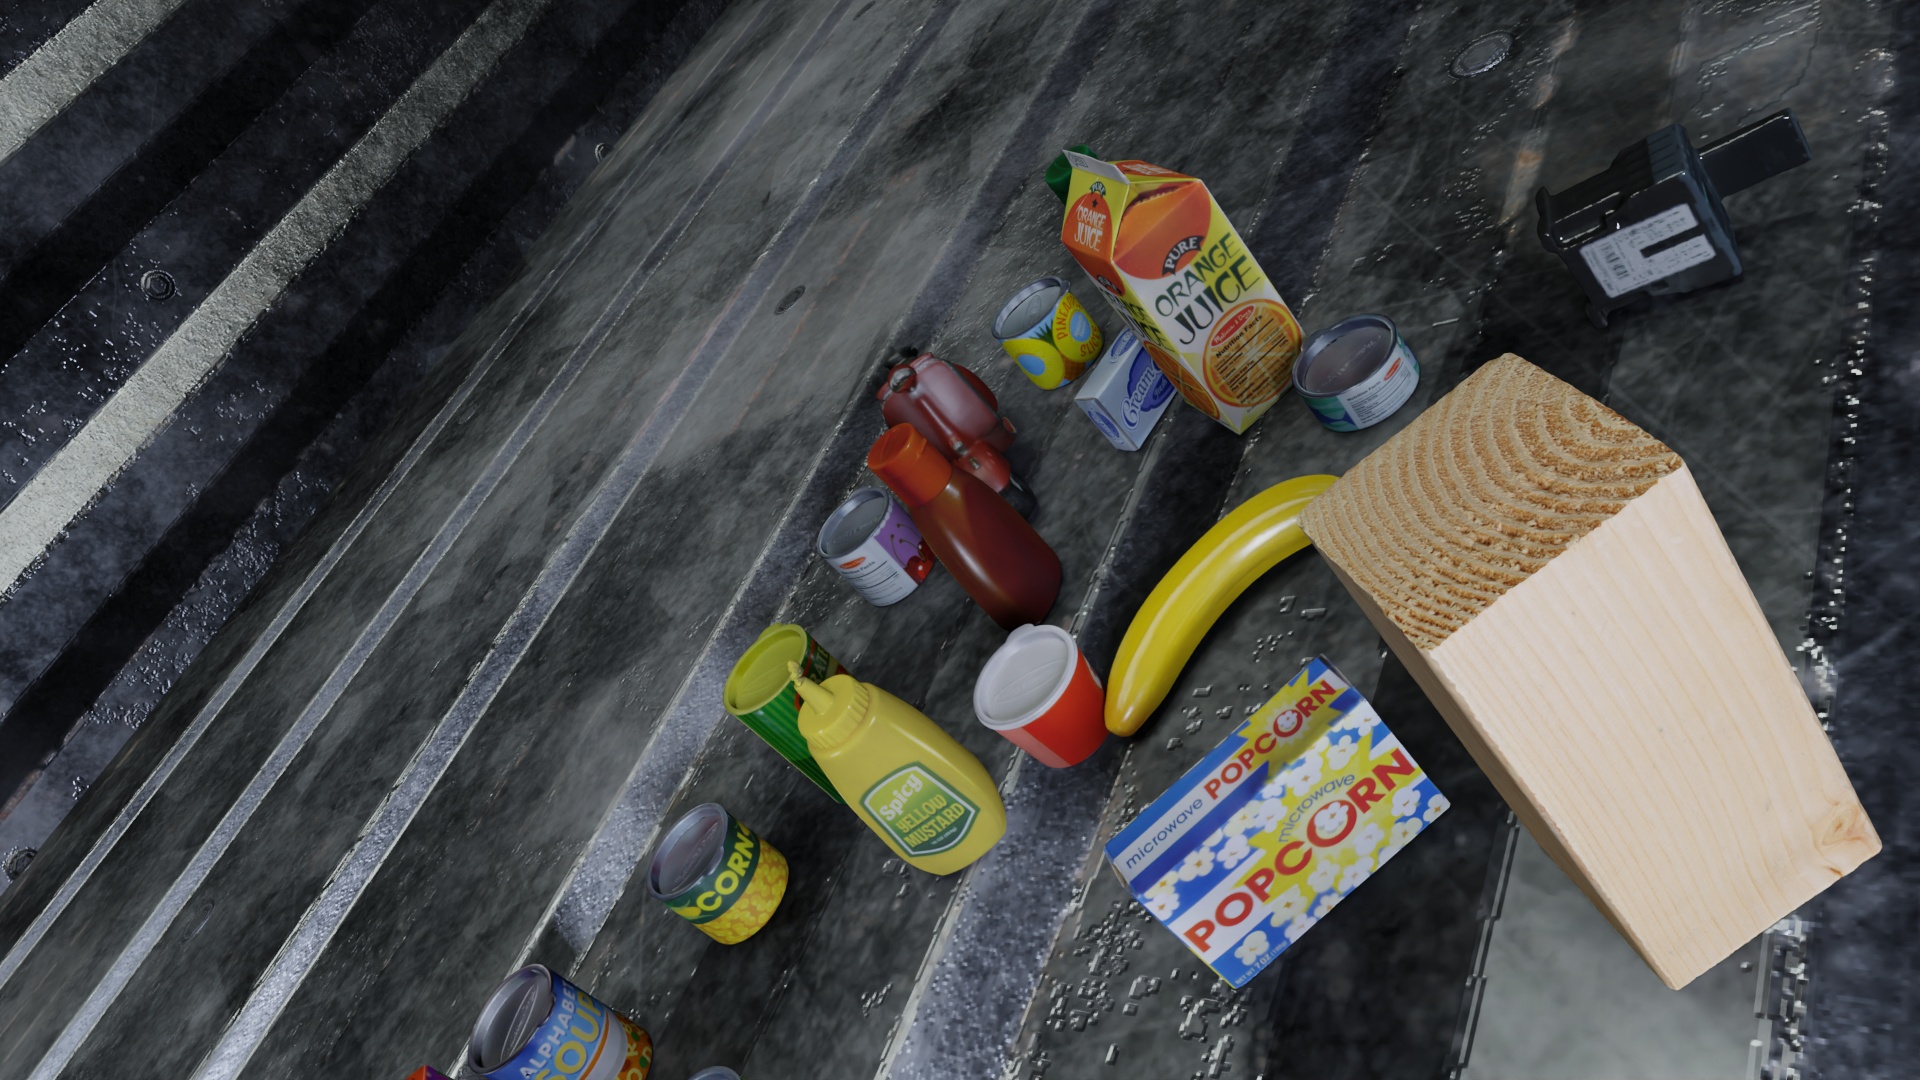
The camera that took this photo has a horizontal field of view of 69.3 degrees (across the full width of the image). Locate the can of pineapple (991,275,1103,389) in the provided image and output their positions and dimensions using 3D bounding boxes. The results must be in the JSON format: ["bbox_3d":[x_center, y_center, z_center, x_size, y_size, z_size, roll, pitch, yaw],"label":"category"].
[{"bbox_3d":[0.067,-0.157,1.048,0.071,0.057,0.071,-30,33,22],"label":"can of pineapple"}]

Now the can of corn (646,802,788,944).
[{"bbox_3d":[-0.147,0.205,0.851,0.071,0.058,0.071,-30,33,22],"label":"can of corn"}]

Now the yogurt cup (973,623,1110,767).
[{"bbox_3d":[0.049,0.089,0.768,0.072,0.054,0.073,-30,33,22],"label":"yogurt cup"}]

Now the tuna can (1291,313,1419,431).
[{"bbox_3d":[0.229,-0.098,0.810,0.071,0.032,0.071,-30,33,22],"label":"tuna can"}]

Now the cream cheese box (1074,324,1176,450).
[{"bbox_3d":[0.124,-0.116,0.935,0.024,0.053,0.104,8,58,54],"label":"cream cheese box"}]

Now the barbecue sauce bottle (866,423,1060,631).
[{"bbox_3d":[0.003,-0.011,0.853,0.043,0.148,0.065,-19,38,36],"label":"barbecue sauce bottle"}]

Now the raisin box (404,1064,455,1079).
[{"bbox_3d":[-0.251,0.345,0.735,0.040,0.123,0.086,-41,30,5],"label":"raisin box"}]

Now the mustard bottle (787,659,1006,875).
[{"bbox_3d":[-0.041,0.116,0.736,0.065,0.160,0.049,-38,31,10],"label":"mustard bottle"}]

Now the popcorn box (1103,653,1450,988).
[{"bbox_3d":[0.135,0.122,0.594,0.126,0.085,0.038,-42,30,3],"label":"popcorn box"}]

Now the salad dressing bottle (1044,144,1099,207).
[{"bbox_3d":[0.114,-0.208,0.968,0.044,0.147,0.064,-46,30,-3],"label":"salad dressing bottle"}]

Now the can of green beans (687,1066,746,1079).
[{"bbox_3d":[-0.112,0.305,0.687,0.071,0.057,0.071,-30,33,22],"label":"can of green beans"}]

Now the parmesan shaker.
[{"bbox_3d":[-0.087,0.106,0.859,0.071,0.103,0.072,-30,33,22],"label":"parmesan shaker"}]

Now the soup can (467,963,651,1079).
[{"bbox_3d":[-0.231,0.297,0.811,0.071,0.083,0.072,-30,33,22],"label":"soup can"}]

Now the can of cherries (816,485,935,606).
[{"bbox_3d":[-0.059,0.003,0.998,0.071,0.058,0.072,-30,33,22],"label":"can of cherries"}]

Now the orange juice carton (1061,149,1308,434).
[{"bbox_3d":[0.131,-0.161,0.845,0.073,0.192,0.072,-44,30,1],"label":"orange juice carton"}]
